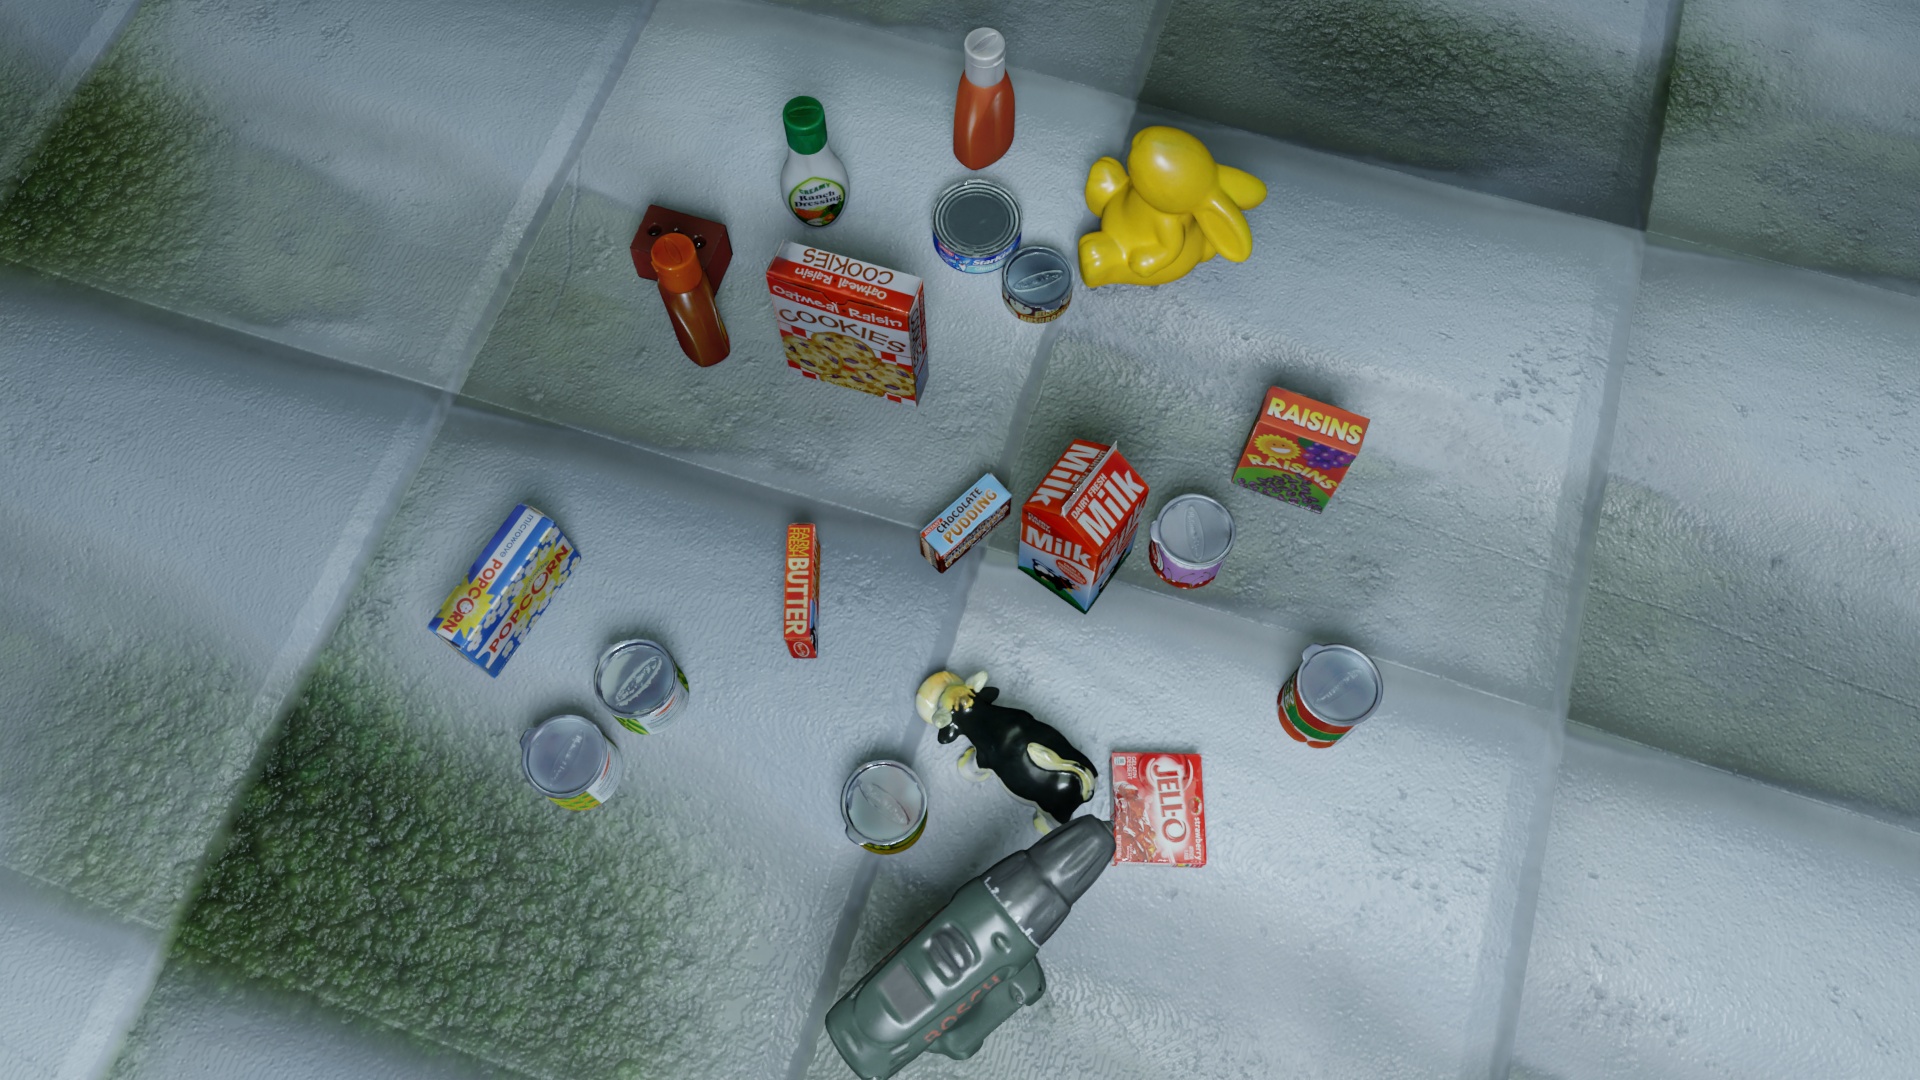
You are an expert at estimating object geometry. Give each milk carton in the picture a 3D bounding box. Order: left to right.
[{"bbox_3d":[0.096,-0.015,1.107,0.073,0.190,0.072,35,73,13],"label":"milk carton"}]

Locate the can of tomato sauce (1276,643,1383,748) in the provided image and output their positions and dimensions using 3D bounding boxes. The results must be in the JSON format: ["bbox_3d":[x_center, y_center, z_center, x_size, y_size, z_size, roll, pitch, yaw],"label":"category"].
[{"bbox_3d":[0.291,0.124,1.109,0.071,0.082,0.071,0,69,0],"label":"can of tomato sauce"}]

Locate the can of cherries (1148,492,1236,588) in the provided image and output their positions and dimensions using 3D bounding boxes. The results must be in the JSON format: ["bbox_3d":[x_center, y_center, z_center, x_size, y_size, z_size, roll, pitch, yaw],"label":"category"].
[{"bbox_3d":[0.192,0.001,1.171,0.071,0.058,0.072,0,68,0],"label":"can of cherries"}]

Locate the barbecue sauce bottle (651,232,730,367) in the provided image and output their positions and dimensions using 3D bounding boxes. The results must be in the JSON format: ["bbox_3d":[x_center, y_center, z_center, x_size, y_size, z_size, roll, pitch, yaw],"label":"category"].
[{"bbox_3d":[-0.237,-0.211,1.209,0.044,0.148,0.065,-28,71,-10],"label":"barbecue sauce bottle"}]

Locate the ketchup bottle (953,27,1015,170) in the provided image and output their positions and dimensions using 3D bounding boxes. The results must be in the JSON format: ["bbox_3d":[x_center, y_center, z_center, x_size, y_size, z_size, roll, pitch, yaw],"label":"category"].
[{"bbox_3d":[0.023,-0.410,1.288,0.065,0.148,0.043,-42,74,-14],"label":"ketchup bottle"}]

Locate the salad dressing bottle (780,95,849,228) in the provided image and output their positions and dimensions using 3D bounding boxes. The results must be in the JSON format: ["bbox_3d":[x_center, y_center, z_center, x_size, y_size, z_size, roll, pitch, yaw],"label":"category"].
[{"bbox_3d":[-0.136,-0.342,1.262,0.064,0.147,0.044,-10,69,-3],"label":"salad dressing bottle"}]

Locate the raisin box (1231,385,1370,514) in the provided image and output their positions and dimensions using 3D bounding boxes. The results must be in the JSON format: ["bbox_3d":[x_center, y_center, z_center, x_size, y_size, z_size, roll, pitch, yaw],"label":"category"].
[{"bbox_3d":[0.283,-0.075,1.167,0.086,0.123,0.040,21,70,8],"label":"raisin box"}]

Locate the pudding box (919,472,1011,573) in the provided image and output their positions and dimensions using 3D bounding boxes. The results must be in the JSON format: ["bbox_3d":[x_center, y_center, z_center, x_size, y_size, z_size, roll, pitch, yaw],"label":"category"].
[{"bbox_3d":[0.004,-0.015,1.183,0.084,0.049,0.030,-41,74,-14],"label":"pudding box"}]

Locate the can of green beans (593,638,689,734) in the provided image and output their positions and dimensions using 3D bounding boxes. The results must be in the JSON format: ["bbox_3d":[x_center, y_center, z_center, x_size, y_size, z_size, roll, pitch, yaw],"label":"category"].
[{"bbox_3d":[-0.257,0.119,1.126,0.071,0.057,0.071,0,68,0],"label":"can of green beans"}]

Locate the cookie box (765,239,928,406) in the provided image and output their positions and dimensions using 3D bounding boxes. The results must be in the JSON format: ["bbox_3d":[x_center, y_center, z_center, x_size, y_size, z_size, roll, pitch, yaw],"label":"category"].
[{"bbox_3d":[-0.093,-0.181,1.186,0.123,0.167,0.040,16,70,6],"label":"cookie box"}]

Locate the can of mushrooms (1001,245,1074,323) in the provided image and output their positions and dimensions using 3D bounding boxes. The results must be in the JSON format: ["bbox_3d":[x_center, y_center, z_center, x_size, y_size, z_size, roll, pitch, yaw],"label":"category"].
[{"bbox_3d":[0.072,-0.233,1.279,0.071,0.033,0.071,0,68,0],"label":"can of mushrooms"}]

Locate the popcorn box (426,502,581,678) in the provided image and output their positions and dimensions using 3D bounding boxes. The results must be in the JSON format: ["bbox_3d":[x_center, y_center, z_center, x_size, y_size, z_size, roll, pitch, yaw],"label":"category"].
[{"bbox_3d":[-0.372,0.041,1.142,0.038,0.085,0.127,28,71,11],"label":"popcorn box"}]

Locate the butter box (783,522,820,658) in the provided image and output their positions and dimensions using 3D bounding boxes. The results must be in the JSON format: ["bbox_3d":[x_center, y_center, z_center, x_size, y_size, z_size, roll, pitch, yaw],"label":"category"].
[{"bbox_3d":[-0.132,0.042,1.159,0.024,0.053,0.104,-1,68,0],"label":"butter box"}]

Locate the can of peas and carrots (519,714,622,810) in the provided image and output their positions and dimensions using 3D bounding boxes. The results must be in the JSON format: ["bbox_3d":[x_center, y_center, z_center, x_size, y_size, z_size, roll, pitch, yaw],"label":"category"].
[{"bbox_3d":[-0.309,0.176,1.102,0.071,0.058,0.071,0,68,0],"label":"can of peas and carrots"}]

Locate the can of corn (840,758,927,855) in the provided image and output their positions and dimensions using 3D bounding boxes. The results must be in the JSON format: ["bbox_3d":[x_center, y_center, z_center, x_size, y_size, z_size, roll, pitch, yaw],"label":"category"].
[{"bbox_3d":[-0.061,0.212,1.088,0.071,0.058,0.071,0,68,0],"label":"can of corn"}]
